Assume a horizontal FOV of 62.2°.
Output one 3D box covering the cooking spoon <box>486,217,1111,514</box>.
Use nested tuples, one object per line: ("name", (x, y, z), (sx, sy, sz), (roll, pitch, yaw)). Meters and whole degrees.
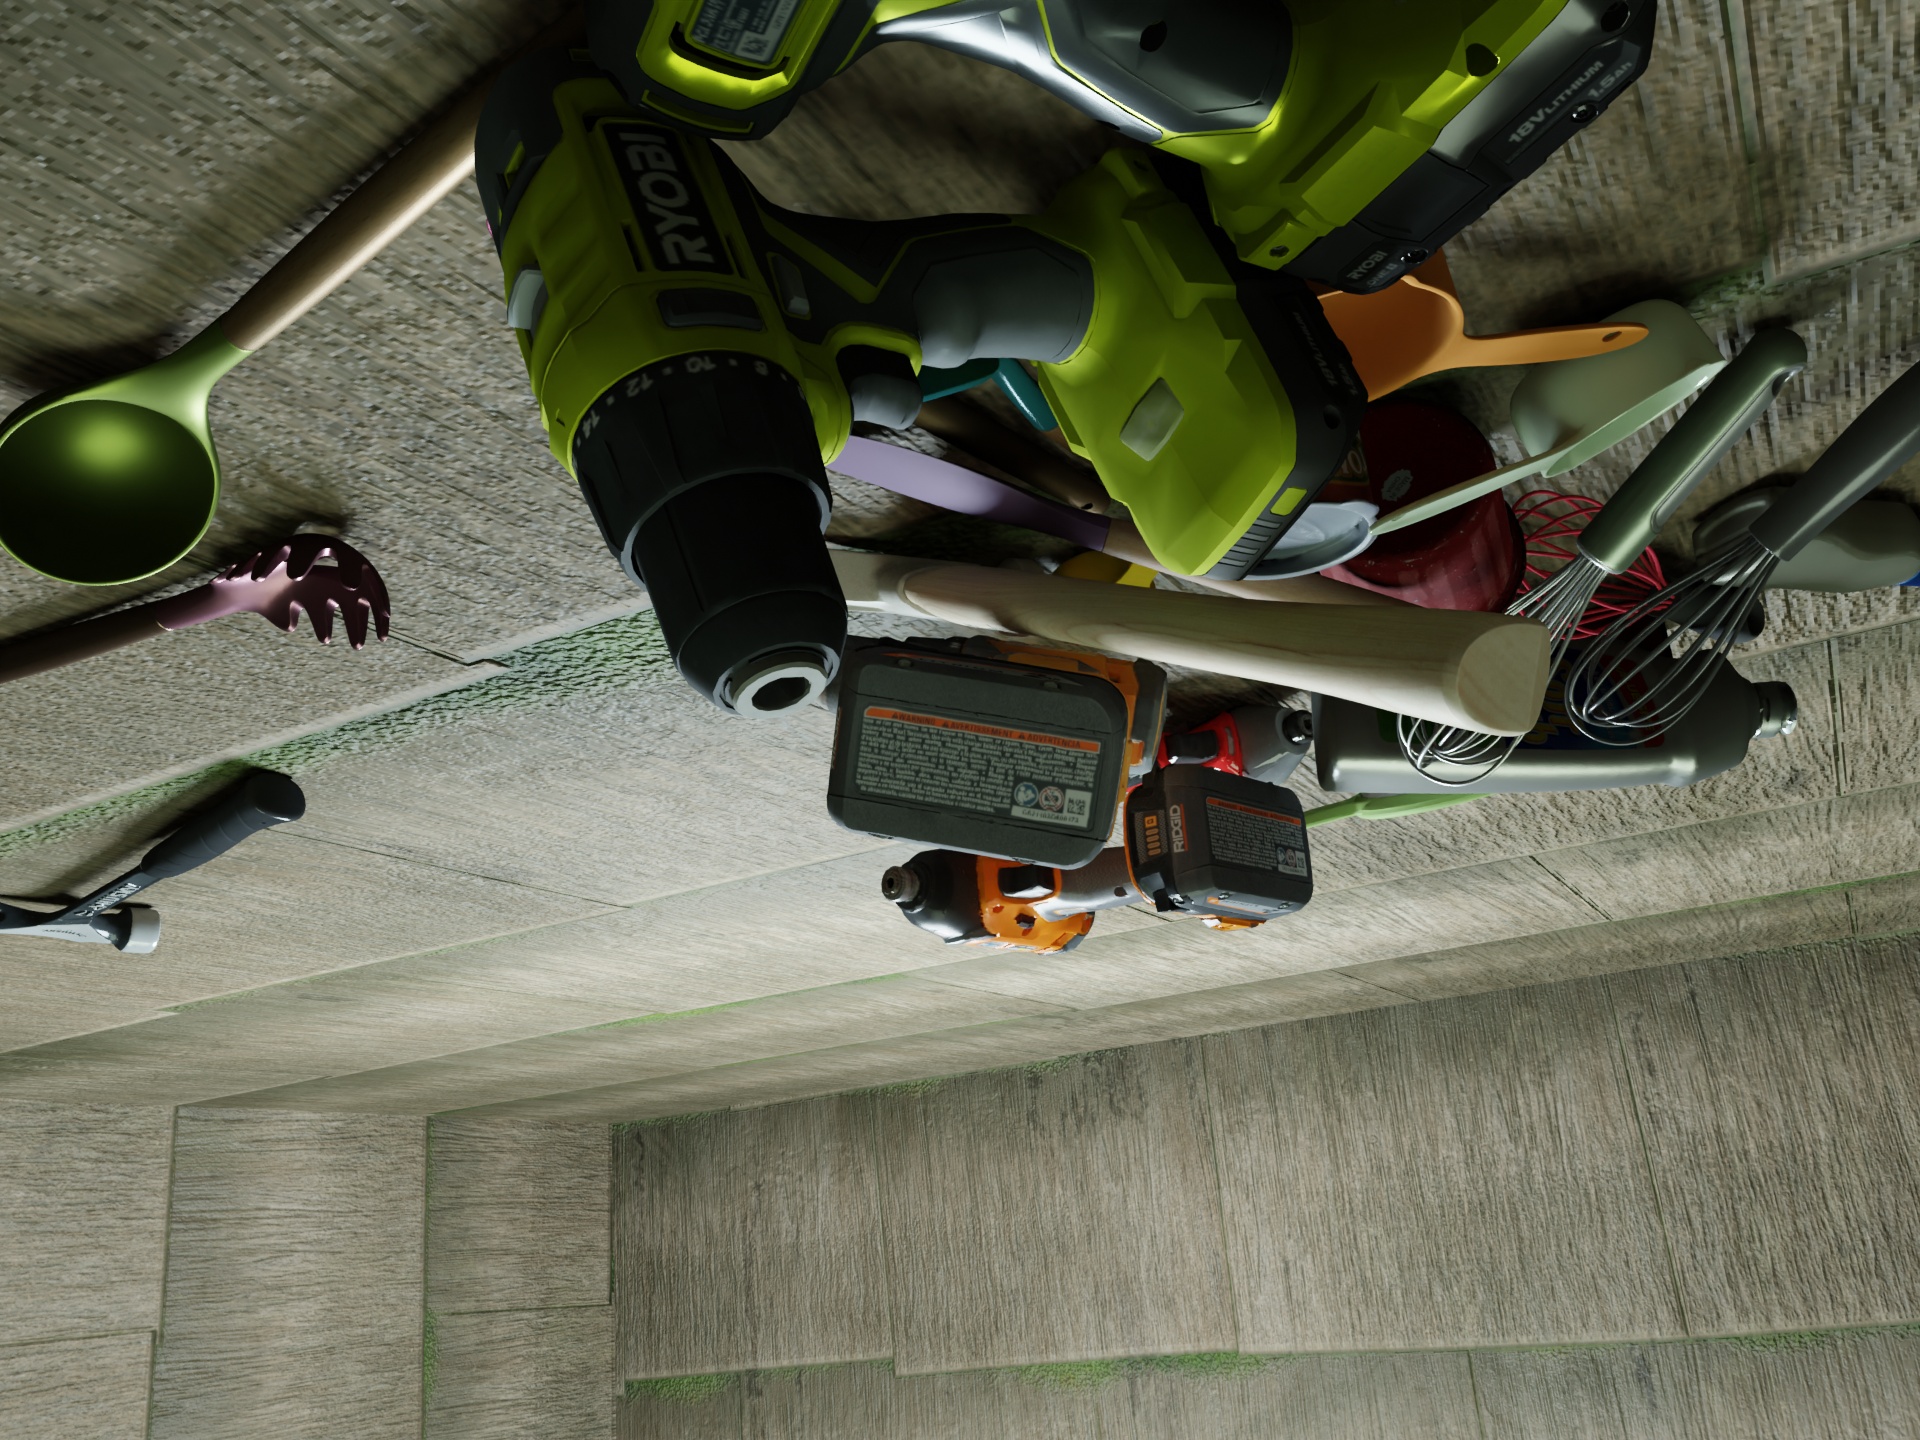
("cooking spoon", (-0.035, -0.130, 0.597), (0.069, 0.017, 0.318), (-30, 151, 30))

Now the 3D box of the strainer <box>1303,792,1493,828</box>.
("strainer", (0.257, 0.022, 0.983), (0.256, 0.069, 0.151), (-17, 180, 5))

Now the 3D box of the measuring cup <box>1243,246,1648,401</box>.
("measuring cup", (0.159, -0.149, 0.550), (0.173, 0.052, 0.095), (-7, 163, -18))

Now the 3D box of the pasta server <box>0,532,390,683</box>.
("pasta server", (-0.393, -0.037, 0.746), (0.316, 0.040, 0.060), (-12, 148, 22))

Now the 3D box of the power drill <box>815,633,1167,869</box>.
("power drill", (-0.001, -0.002, 0.736), (0.185, 0.084, 0.226), (9, -170, 8))

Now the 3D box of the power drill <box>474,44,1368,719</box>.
("power drill", (-0.004, -0.092, 0.438), (0.228, 0.191, 0.080), (-6, 149, -31))

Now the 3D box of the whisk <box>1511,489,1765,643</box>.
("whisk", (0.356, -0.068, 0.828), (0.295, 0.073, 0.073), (6, 159, -43))

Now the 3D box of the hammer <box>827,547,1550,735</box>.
("hammer", (0.046, -0.039, 0.588), (0.146, 0.038, 0.411), (3, -174, -25))

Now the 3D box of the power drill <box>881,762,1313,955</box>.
("power drill", (0.072, 0.090, 0.940), (0.226, 0.084, 0.164), (-19, 157, 40))

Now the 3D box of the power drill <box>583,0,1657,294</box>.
("power drill", (0.042, -0.186, 0.369), (0.223, 0.080, 0.171), (8, 158, -25))

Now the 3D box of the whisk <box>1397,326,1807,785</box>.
("whisk", (0.274, -0.065, 0.695), (0.057, 0.059, 0.246), (-5, 138, -46))

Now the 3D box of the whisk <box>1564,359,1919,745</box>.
("whisk", (0.362, -0.077, 0.704), (0.055, 0.055, 0.239), (10, 131, -37))

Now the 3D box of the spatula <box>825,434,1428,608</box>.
("spatula", (0.084, -0.069, 0.649), (0.316, 0.018, 0.059), (17, 171, -1))

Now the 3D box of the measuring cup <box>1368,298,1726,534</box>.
("measuring cup", (0.211, -0.113, 0.598), (0.167, 0.038, 0.083), (-24, 169, -20))

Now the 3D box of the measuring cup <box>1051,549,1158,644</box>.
("measuring cup", (0.088, -0.088, 0.760), (0.062, 0.029, 0.156), (3, 148, -25))

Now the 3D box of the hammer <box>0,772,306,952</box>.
("hammer", (-0.573, 0.103, 1.120), (0.409, 0.036, 0.149), (-22, 154, 40))

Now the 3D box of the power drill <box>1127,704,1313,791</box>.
("power drill", (0.112, 0.020, 0.999), (0.219, 0.079, 0.143), (4, 159, -33))

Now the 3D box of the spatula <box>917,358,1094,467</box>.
("spatula", (0.041, -0.103, 0.620), (0.082, 0.044, 0.317), (34, -170, 36))

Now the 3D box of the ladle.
("ladle", (-0.216, -0.126, 0.507), (0.320, 0.062, 0.078), (-22, 154, 34))
